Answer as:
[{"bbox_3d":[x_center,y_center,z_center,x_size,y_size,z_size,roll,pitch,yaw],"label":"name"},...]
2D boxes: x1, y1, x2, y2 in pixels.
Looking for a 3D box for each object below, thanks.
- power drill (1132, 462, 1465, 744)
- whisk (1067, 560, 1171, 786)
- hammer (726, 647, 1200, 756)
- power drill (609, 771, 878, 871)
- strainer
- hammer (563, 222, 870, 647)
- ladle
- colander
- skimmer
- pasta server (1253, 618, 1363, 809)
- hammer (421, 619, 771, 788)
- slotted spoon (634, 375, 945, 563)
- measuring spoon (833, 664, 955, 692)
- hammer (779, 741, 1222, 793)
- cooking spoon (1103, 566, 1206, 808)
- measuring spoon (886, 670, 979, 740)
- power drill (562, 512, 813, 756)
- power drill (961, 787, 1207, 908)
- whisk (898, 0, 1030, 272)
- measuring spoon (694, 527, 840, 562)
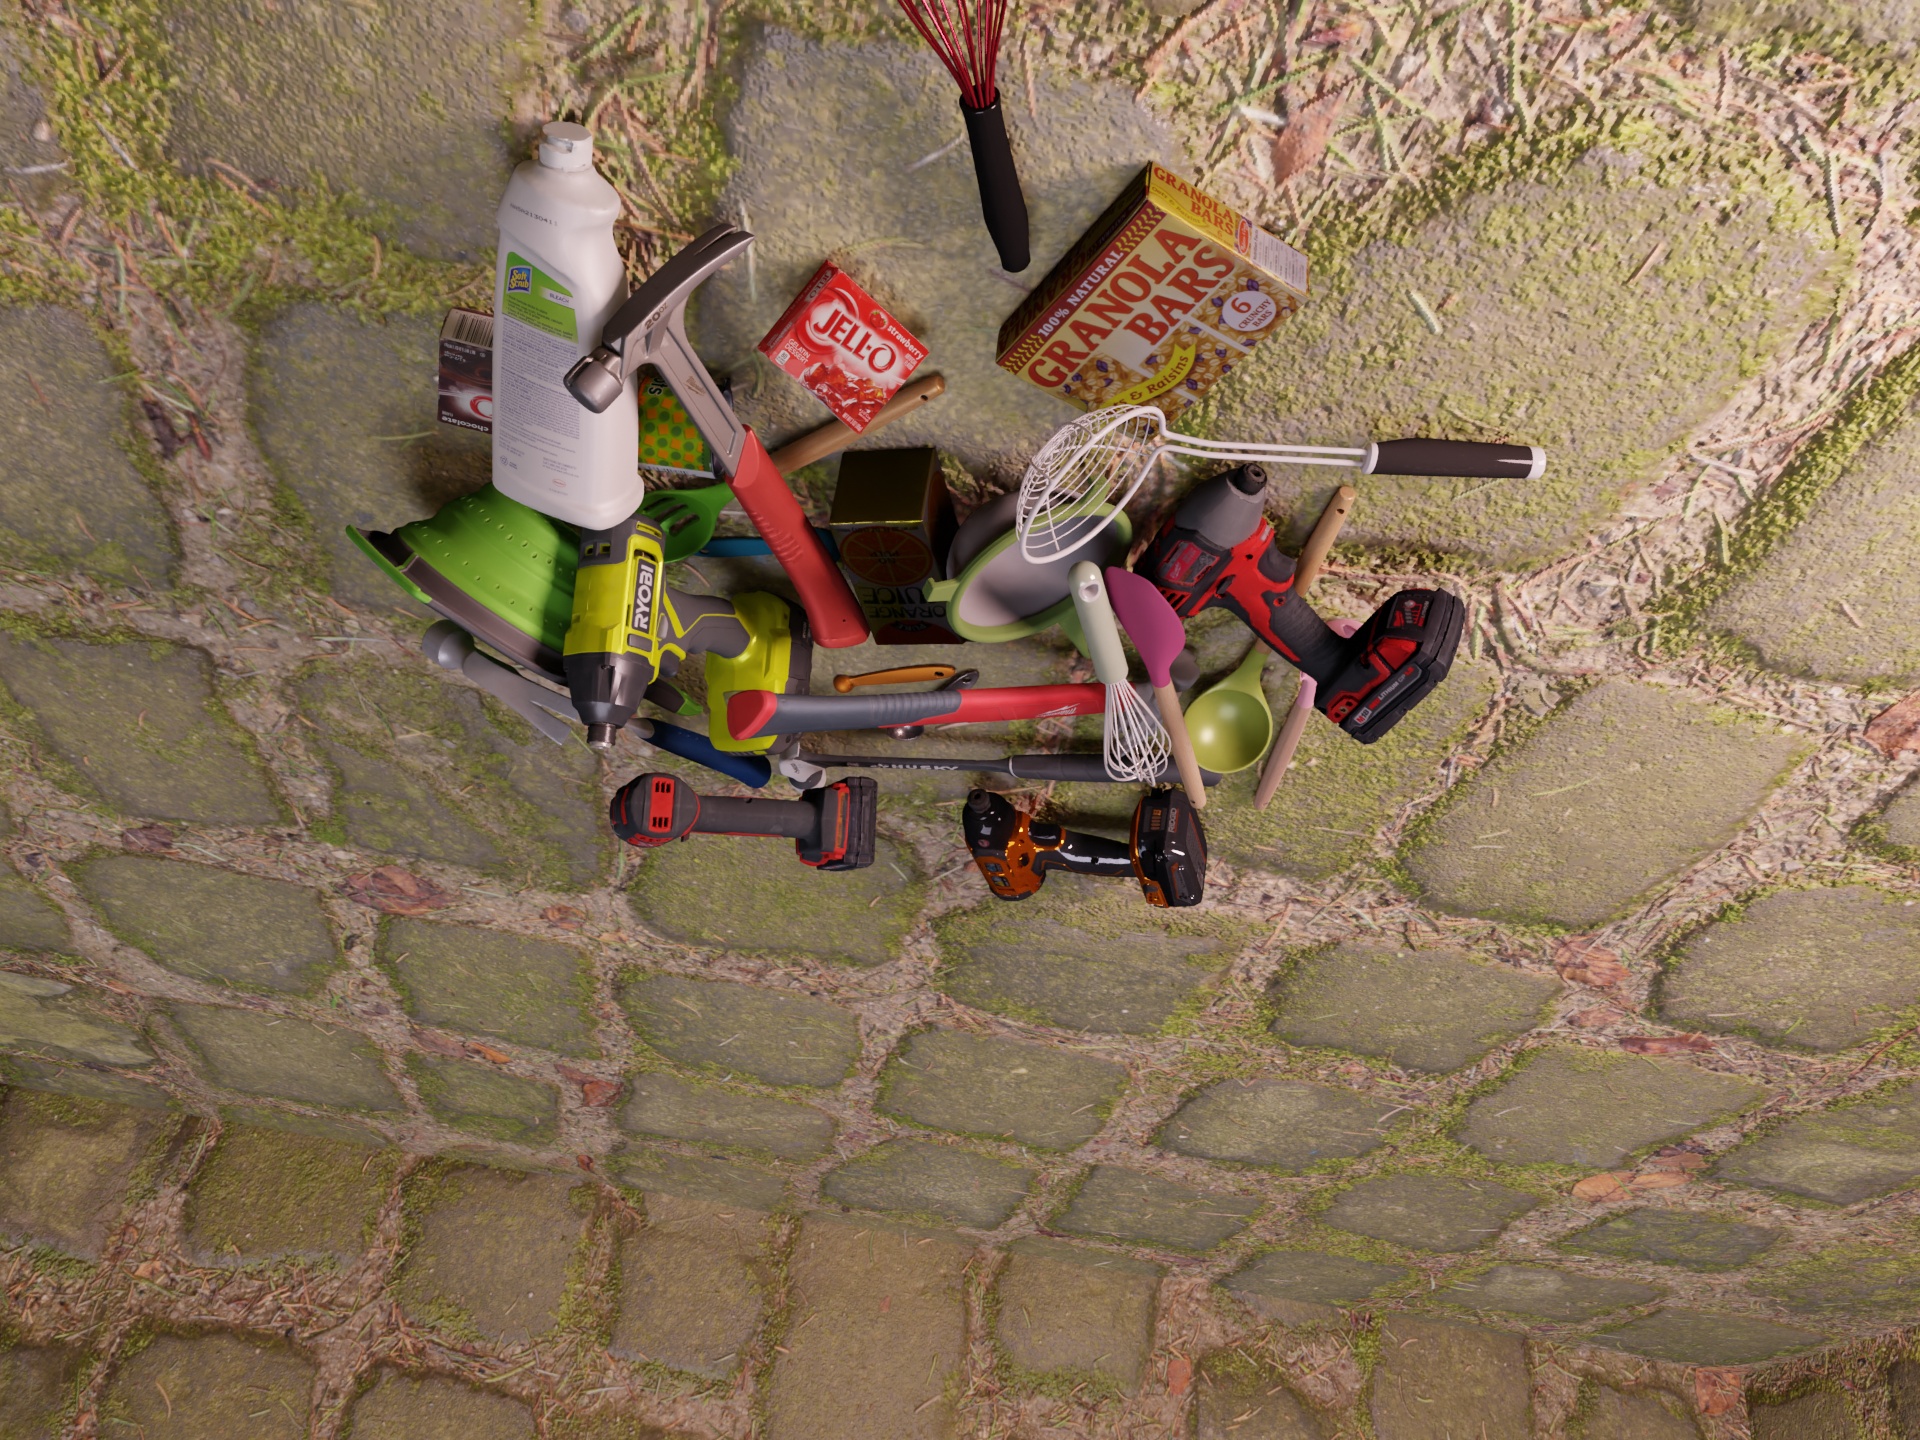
[{"bbox_3d":[0.245,-0.091,1.153,0.219,0.079,0.143,32,139,-2],"label":"power drill"},{"bbox_3d":[0.119,-0.032,1.230,0.058,0.059,0.246,-25,135,-2],"label":"whisk"},{"bbox_3d":[-0.002,-0.004,1.293,0.386,0.038,0.143,-3,153,-23],"label":"hammer"},{"bbox_3d":[-0.203,0.089,1.428,0.226,0.080,0.188,5,170,-19],"label":"power drill"},{"bbox_3d":[0.063,-0.114,1.219,0.151,0.069,0.256,-32,156,7],"label":"strainer"},{"bbox_3d":[-0.134,-0.169,1.113,0.037,0.149,0.358,34,166,34],"label":"hammer"},{"bbox_3d":[0.247,-0.064,1.254,0.078,0.062,0.320,13,144,-3],"label":"ladle"},{"bbox_3d":[-0.308,-0.095,1.293,0.205,0.094,0.396,37,-178,29],"label":"colander"},{"bbox_3d":[0.214,-0.151,1.044,0.363,0.090,0.127,1,149,-7],"label":"skimmer"},{"bbox_3d":[0.292,0.004,1.365,0.060,0.040,0.316,-11,150,-10],"label":"pasta server"},{"bbox_3d":[-0.273,0.008,1.354,0.144,0.035,0.405,30,-179,26],"label":"hammer"},{"bbox_3d":[-0.136,-0.186,1.174,0.314,0.031,0.070,-20,139,33],"label":"slotted spoon"},{"bbox_3d":[-0.059,-0.035,1.403,0.117,0.011,0.021,-6,145,20],"label":"measuring spoon"},{"bbox_3d":[0.033,0.039,1.456,0.409,0.036,0.149,1,164,5],"label":"hammer"},{"bbox_3d":[0.165,-0.016,1.268,0.069,0.017,0.318,25,157,32],"label":"cooking spoon"},{"bbox_3d":[-0.024,-0.018,1.425,0.034,0.018,0.124,18,141,-34],"label":"measuring spoon"},{"bbox_3d":[-0.212,-0.048,1.231,0.080,0.171,0.223,-3,167,31],"label":"power drill"},{"bbox_3d":[0.114,0.116,1.540,0.226,0.084,0.164,0,146,20],"label":"power drill"},{"bbox_3d":[0.007,-0.352,0.860,0.073,0.073,0.295,0,152,12],"label":"whisk"},{"bbox_3d":[-0.158,-0.131,1.265,0.128,0.021,0.042,-1,146,10],"label":"measuring spoon"}]
